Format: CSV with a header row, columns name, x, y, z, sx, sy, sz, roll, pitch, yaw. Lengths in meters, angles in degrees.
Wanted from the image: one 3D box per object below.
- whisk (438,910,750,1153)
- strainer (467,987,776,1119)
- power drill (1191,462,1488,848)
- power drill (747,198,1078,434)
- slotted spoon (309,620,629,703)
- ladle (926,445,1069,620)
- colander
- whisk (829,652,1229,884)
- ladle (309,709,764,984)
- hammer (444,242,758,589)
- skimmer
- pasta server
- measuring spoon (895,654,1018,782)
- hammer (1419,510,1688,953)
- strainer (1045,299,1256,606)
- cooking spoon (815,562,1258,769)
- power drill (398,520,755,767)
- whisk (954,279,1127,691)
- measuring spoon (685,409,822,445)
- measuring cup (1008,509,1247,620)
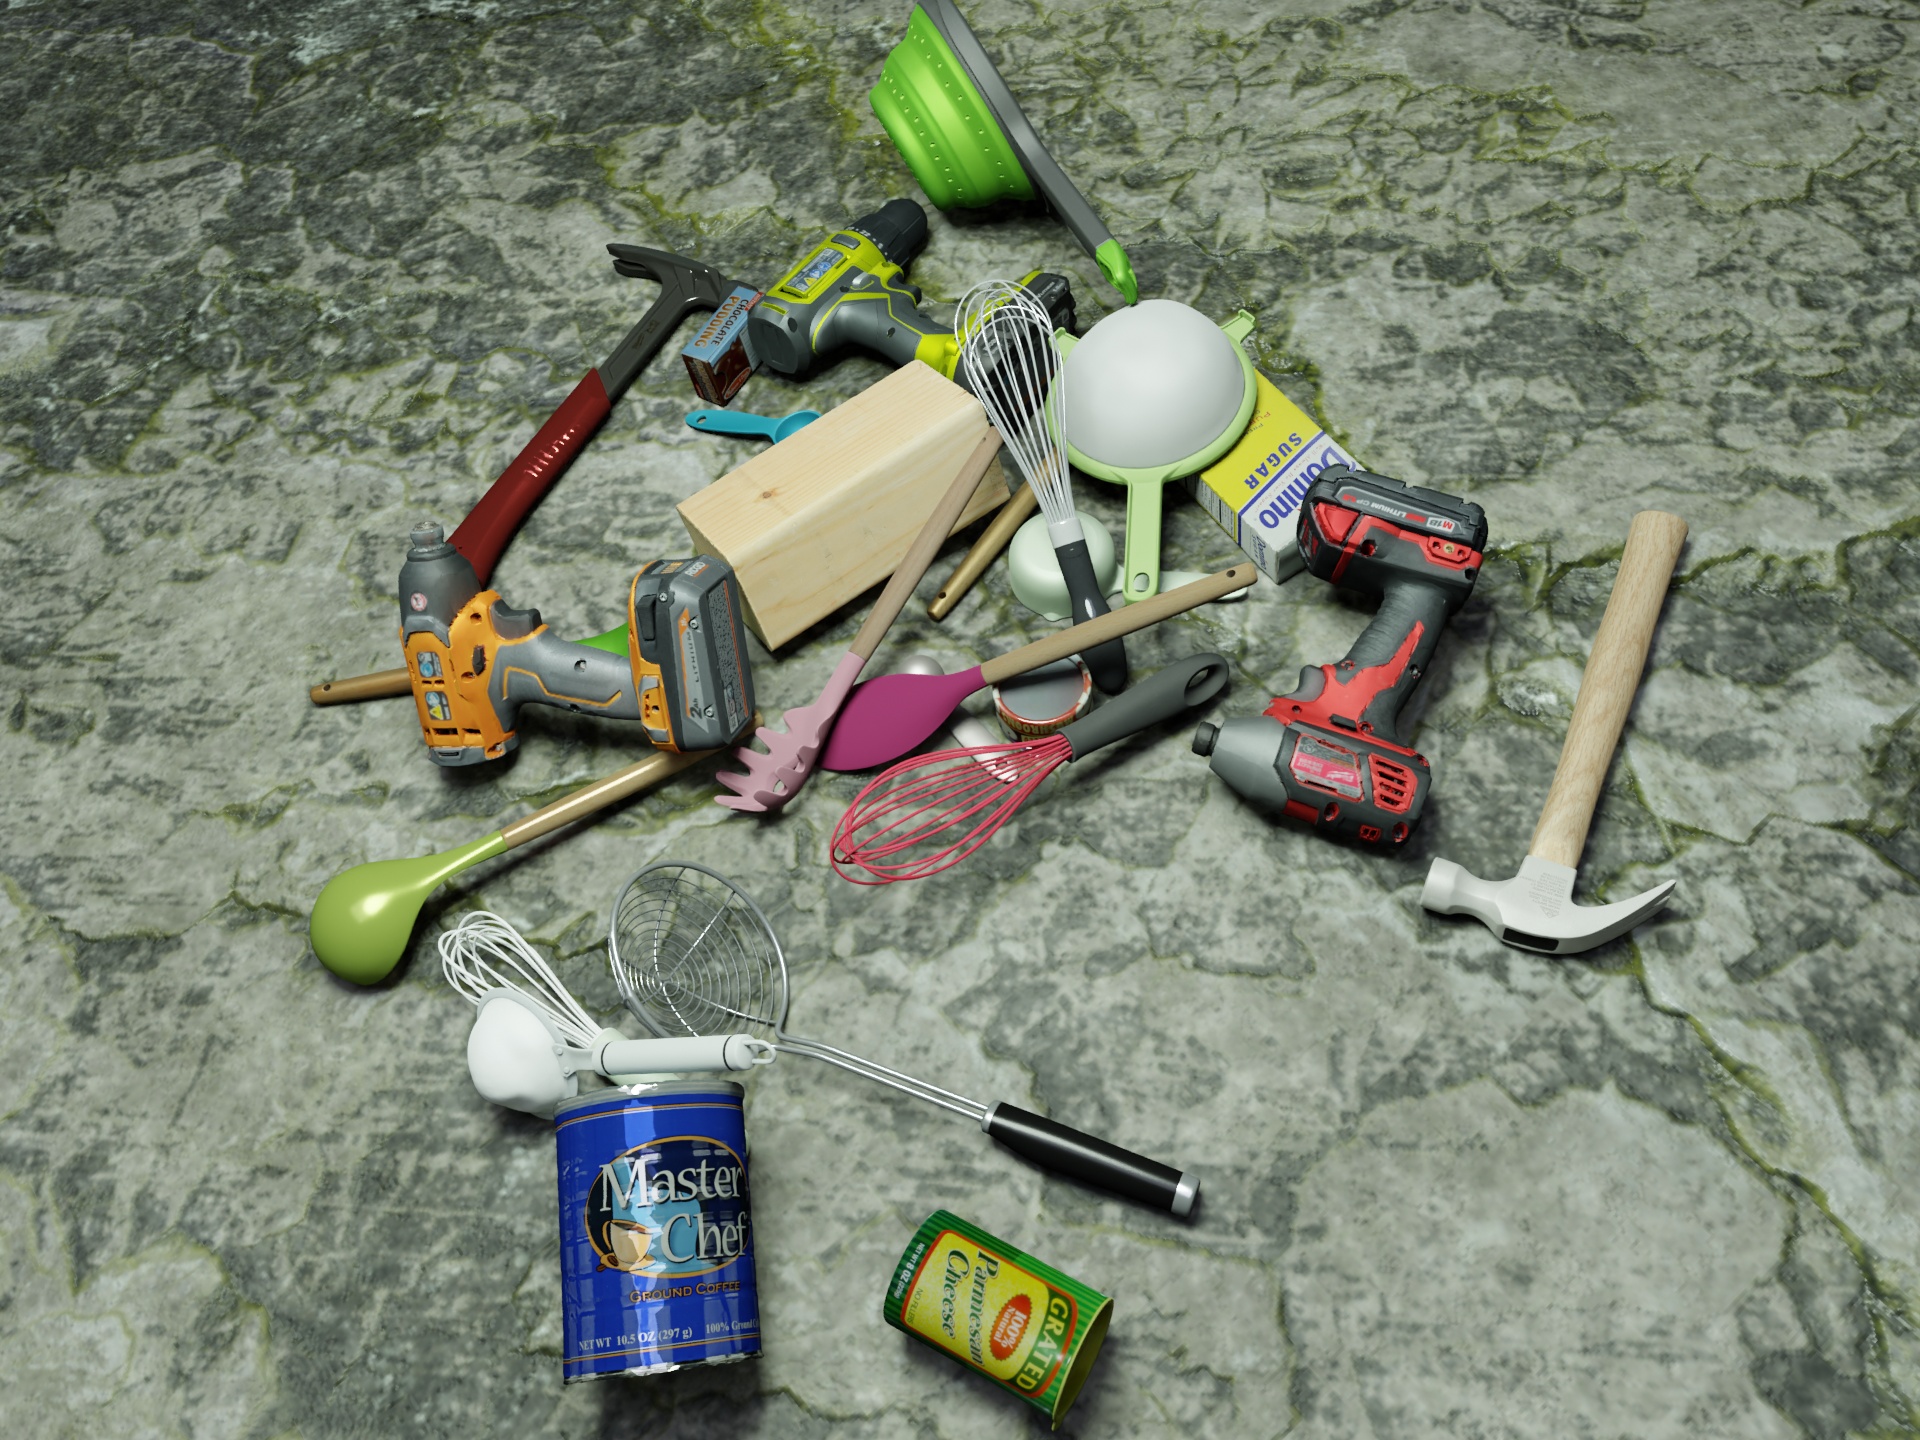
name,x,y,z,sx,sy,sz,roll,pitch,yaw
whisk,-0.222,0.191,0.957,0.246,0.059,0.058,31,104,21
strainer,-0.205,0.190,0.894,0.258,0.087,0.050,-10,13,32
power drill,0.238,-0.040,0.992,0.143,0.078,0.220,18,73,9
power drill,-0.026,-0.322,1.235,0.229,0.080,0.190,27,60,25
slotted spoon,-0.312,-0.042,1.130,0.314,0.031,0.070,-9,57,5
ladle,0.070,-0.190,1.166,0.069,0.031,0.315,27,67,26
colander,0.020,-0.421,1.224,0.094,0.204,0.398,-32,52,8
whisk,0.049,0.024,0.990,0.296,0.073,0.073,-26,57,-20
ladle,-0.272,0.074,1.047,0.320,0.062,0.078,-27,54,-16
hammer,-0.310,-0.239,1.250,0.149,0.036,0.359,21,63,21
skimmer,-0.034,0.182,0.903,0.363,0.090,0.127,18,29,17
pasta server,-0.060,-0.069,1.059,0.060,0.040,0.316,20,75,52
measuring spoon,-0.002,-0.003,1.060,0.034,0.018,0.124,-35,60,-14
hammer,0.399,-0.002,0.988,0.130,0.031,0.331,19,62,20
strainer,0.124,-0.198,1.086,0.151,0.069,0.257,-2,60,14
cooking spoon,0.039,-0.039,1.027,0.319,0.017,0.069,-20,54,16
power drill,-0.260,-0.054,1.040,0.226,0.164,0.084,-2,21,13
whisk,0.060,-0.155,1.055,0.070,0.070,0.284,-17,91,-2
measuring spoon,-0.158,-0.223,1.231,0.129,0.021,0.042,12,61,27
measuring cup,0.114,-0.107,1.096,0.167,0.038,0.083,7,59,16
